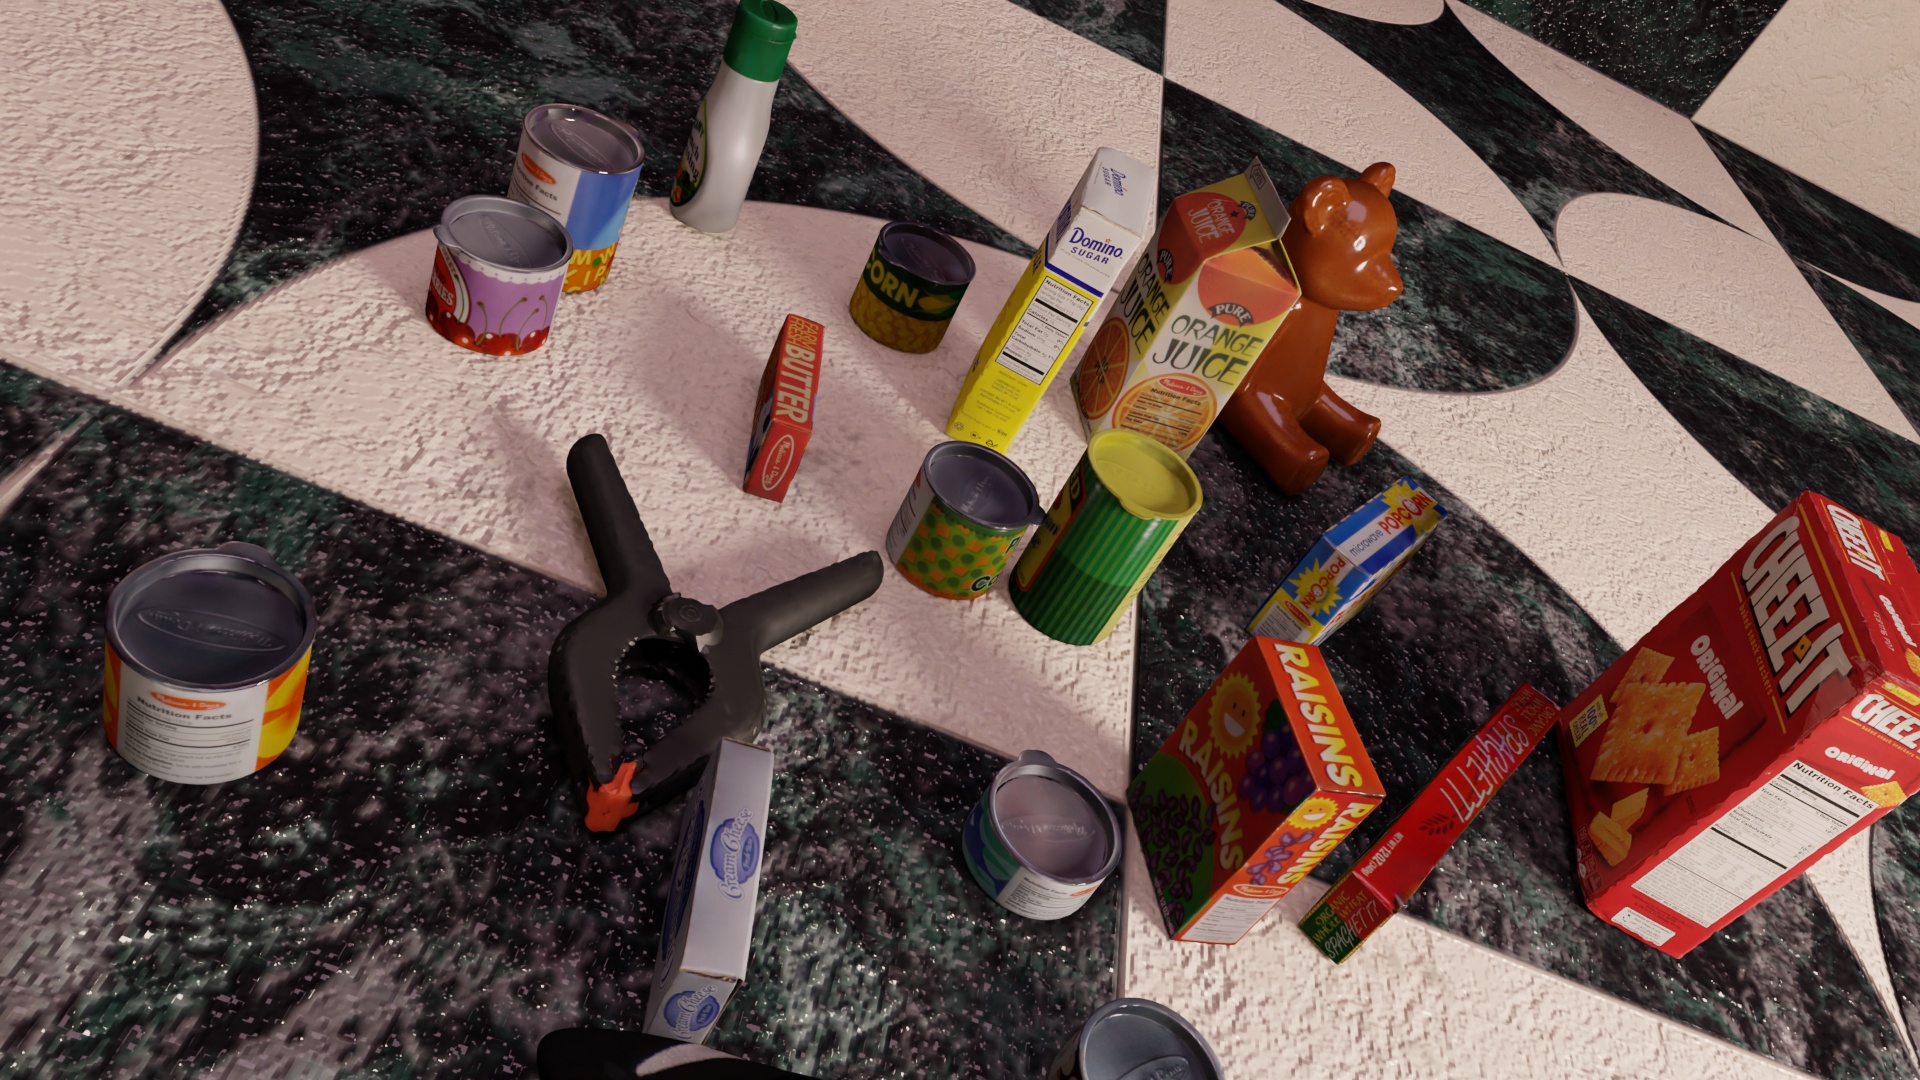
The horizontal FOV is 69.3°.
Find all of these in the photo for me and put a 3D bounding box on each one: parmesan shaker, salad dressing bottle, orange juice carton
[{"bbox_3d":[0.074,0.001,0.740,0.071,0.102,0.072,18,39,-15],"label":"parmesan shaker"},{"bbox_3d":[-0.141,-0.263,0.865,0.044,0.146,0.064,8,43,-26],"label":"salad dressing bottle"},{"bbox_3d":[0.147,-0.143,0.877,0.073,0.191,0.072,13,41,-21],"label":"orange juice carton"}]

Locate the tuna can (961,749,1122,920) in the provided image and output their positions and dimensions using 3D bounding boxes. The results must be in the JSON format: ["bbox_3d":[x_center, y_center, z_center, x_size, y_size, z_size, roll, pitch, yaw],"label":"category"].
[{"bbox_3d":[0.035,0.132,0.625,0.071,0.032,0.071,18,39,-15],"label":"tuna can"}]

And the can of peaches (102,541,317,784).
[{"bbox_3d":[-0.273,0.045,0.507,0.071,0.057,0.071,18,39,-15],"label":"can of peaches"}]

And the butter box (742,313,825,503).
[{"bbox_3d":[-0.096,-0.074,0.757,0.024,0.052,0.104,18,39,-15],"label":"butter box"}]

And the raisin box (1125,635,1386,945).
[{"bbox_3d":[0.130,0.115,0.631,0.040,0.122,0.086,11,41,-23],"label":"raisin box"}]

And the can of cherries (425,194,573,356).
[{"bbox_3d":[-0.246,-0.139,0.730,0.071,0.058,0.072,18,39,-15],"label":"can of cherries"}]

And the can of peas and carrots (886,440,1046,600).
[{"bbox_3d":[0.003,-0.009,0.743,0.071,0.058,0.071,18,39,-15],"label":"can of peas and carrots"}]

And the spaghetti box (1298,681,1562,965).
[{"bbox_3d":[0.258,0.143,0.741,0.029,0.050,0.251,45,40,18],"label":"spaghetti box"}]

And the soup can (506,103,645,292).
[{"bbox_3d":[-0.220,-0.193,0.788,0.071,0.083,0.072,18,39,-15],"label":"soup can"}]

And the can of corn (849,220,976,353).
[{"bbox_3d":[-0.033,-0.162,0.892,0.071,0.058,0.071,18,39,-15],"label":"can of corn"}]

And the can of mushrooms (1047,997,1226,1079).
[{"bbox_3d":[0.071,0.221,0.548,0.071,0.033,0.071,18,39,-15],"label":"can of mushrooms"}]

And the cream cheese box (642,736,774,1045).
[{"bbox_3d":[-0.094,0.132,0.526,0.024,0.053,0.104,18,39,-15],"label":"cream cheese box"}]

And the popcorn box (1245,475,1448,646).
[{"bbox_3d":[0.234,0.018,0.839,0.038,0.084,0.127,44,40,18],"label":"popcorn box"}]
